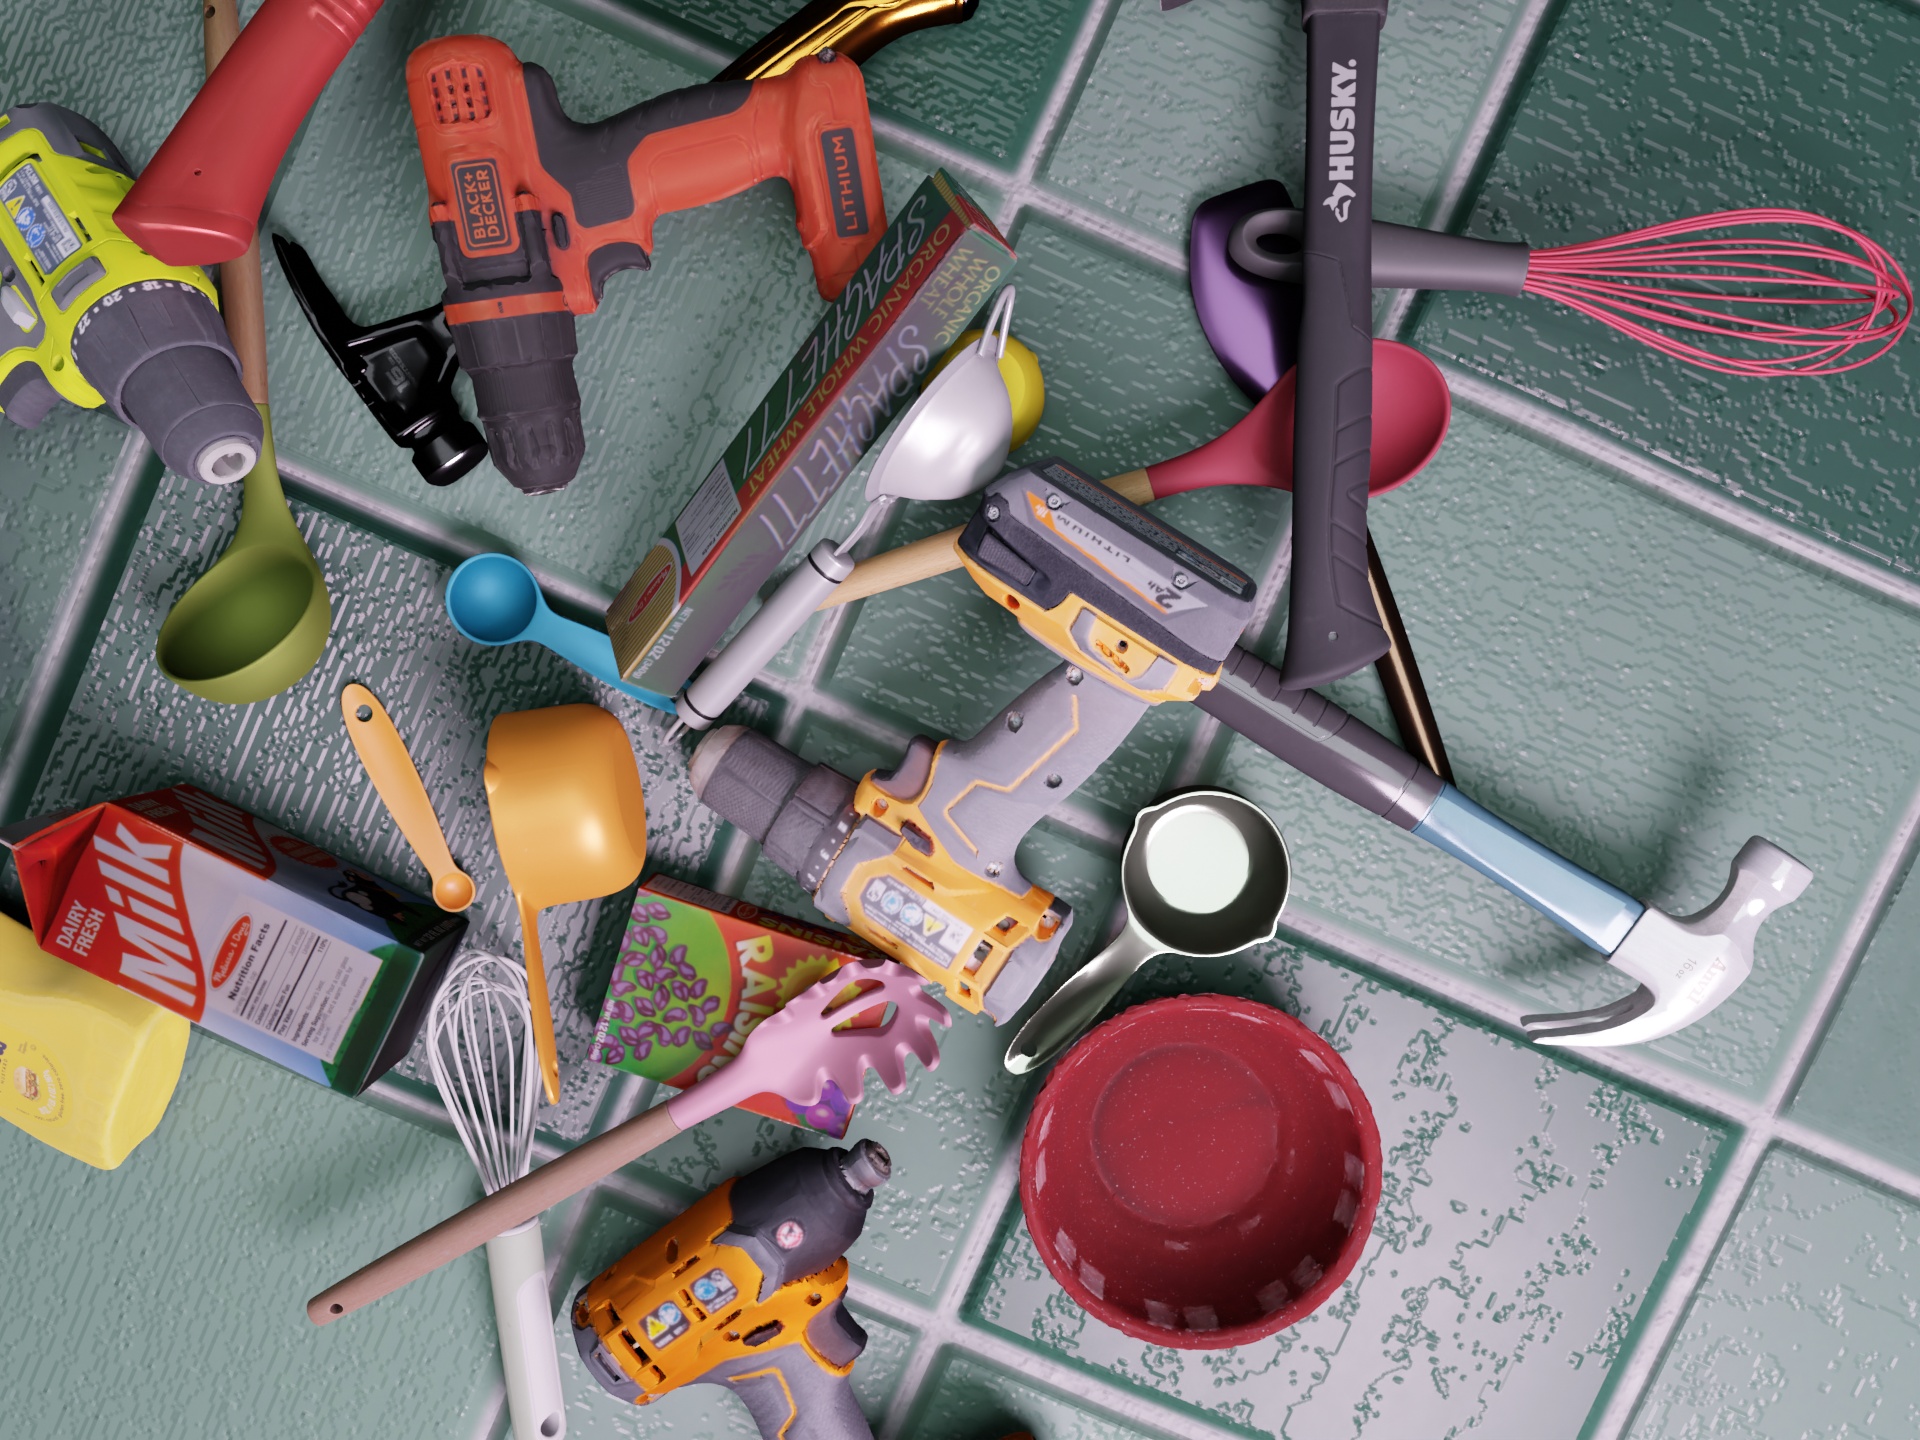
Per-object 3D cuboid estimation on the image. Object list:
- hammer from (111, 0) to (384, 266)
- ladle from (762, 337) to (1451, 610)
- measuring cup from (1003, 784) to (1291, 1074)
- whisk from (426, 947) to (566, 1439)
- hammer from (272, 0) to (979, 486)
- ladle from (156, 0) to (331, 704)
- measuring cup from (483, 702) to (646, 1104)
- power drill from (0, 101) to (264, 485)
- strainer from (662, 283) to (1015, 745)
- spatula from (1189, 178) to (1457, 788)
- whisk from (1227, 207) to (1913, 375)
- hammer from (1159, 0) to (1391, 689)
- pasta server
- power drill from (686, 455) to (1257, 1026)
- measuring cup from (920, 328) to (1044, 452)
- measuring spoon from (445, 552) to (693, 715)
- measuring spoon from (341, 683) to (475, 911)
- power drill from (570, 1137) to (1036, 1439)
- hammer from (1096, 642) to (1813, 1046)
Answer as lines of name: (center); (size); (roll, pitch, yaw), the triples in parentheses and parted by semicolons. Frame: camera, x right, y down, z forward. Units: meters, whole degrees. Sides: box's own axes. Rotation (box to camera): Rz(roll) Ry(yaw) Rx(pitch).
hammer: (-0.238, -0.343, 0.653); (0.149, 0.036, 0.359); (30, 78, -4)
ladle: (0.060, -0.096, 0.711); (0.315, 0.031, 0.069); (-17, 91, 7)
measuring cup: (0.079, 0.099, 0.732); (0.083, 0.038, 0.167); (43, 99, -3)
whisk: (-0.207, 0.224, 0.734); (0.059, 0.058, 0.246); (0, 100, 34)
hammer: (-0.137, -0.251, 0.705); (0.337, 0.034, 0.127); (-35, 95, 2)
ladle: (-0.323, -0.167, 0.700); (0.078, 0.062, 0.320); (-3, 91, 17)
measuring cup: (-0.161, 0.074, 0.682); (0.052, 0.095, 0.174); (-11, 67, -2)
power drill: (-0.407, -0.122, 0.666); (0.228, 0.080, 0.191); (-39, 72, 5)
strainer: (-0.048, -0.073, 0.683); (0.050, 0.087, 0.258); (47, 112, 4)
spatula: (0.174, -0.090, 0.725); (0.060, 0.018, 0.316); (-21, 93, -2)
whisk: (0.265, -0.196, 0.697); (0.296, 0.073, 0.073); (7, 94, 3)
hammer: (0.152, -0.179, 0.669); (0.146, 0.035, 0.335); (2, 87, 8)
pasta server: (-0.148, 0.189, 0.693); (0.316, 0.040, 0.060); (-29, 106, 2)
power drill: (-0.001, -0.002, 0.687); (0.185, 0.084, 0.226); (33, 109, 5)
measuring cup: (-0.020, -0.186, 0.712); (0.062, 0.029, 0.156); (-38, 94, 2)
measuring spoon: (-0.174, -0.036, 0.732); (0.128, 0.021, 0.042); (28, 94, -11)
measuring spoon: (-0.256, 0.035, 0.738); (0.021, 0.011, 0.117); (-27, 90, -1)
power drill: (-0.046, 0.303, 0.715); (0.164, 0.084, 0.226); (-39, 91, 12)
hammer: (0.197, 0.029, 0.710); (0.331, 0.033, 0.128); (32, 102, 4)
